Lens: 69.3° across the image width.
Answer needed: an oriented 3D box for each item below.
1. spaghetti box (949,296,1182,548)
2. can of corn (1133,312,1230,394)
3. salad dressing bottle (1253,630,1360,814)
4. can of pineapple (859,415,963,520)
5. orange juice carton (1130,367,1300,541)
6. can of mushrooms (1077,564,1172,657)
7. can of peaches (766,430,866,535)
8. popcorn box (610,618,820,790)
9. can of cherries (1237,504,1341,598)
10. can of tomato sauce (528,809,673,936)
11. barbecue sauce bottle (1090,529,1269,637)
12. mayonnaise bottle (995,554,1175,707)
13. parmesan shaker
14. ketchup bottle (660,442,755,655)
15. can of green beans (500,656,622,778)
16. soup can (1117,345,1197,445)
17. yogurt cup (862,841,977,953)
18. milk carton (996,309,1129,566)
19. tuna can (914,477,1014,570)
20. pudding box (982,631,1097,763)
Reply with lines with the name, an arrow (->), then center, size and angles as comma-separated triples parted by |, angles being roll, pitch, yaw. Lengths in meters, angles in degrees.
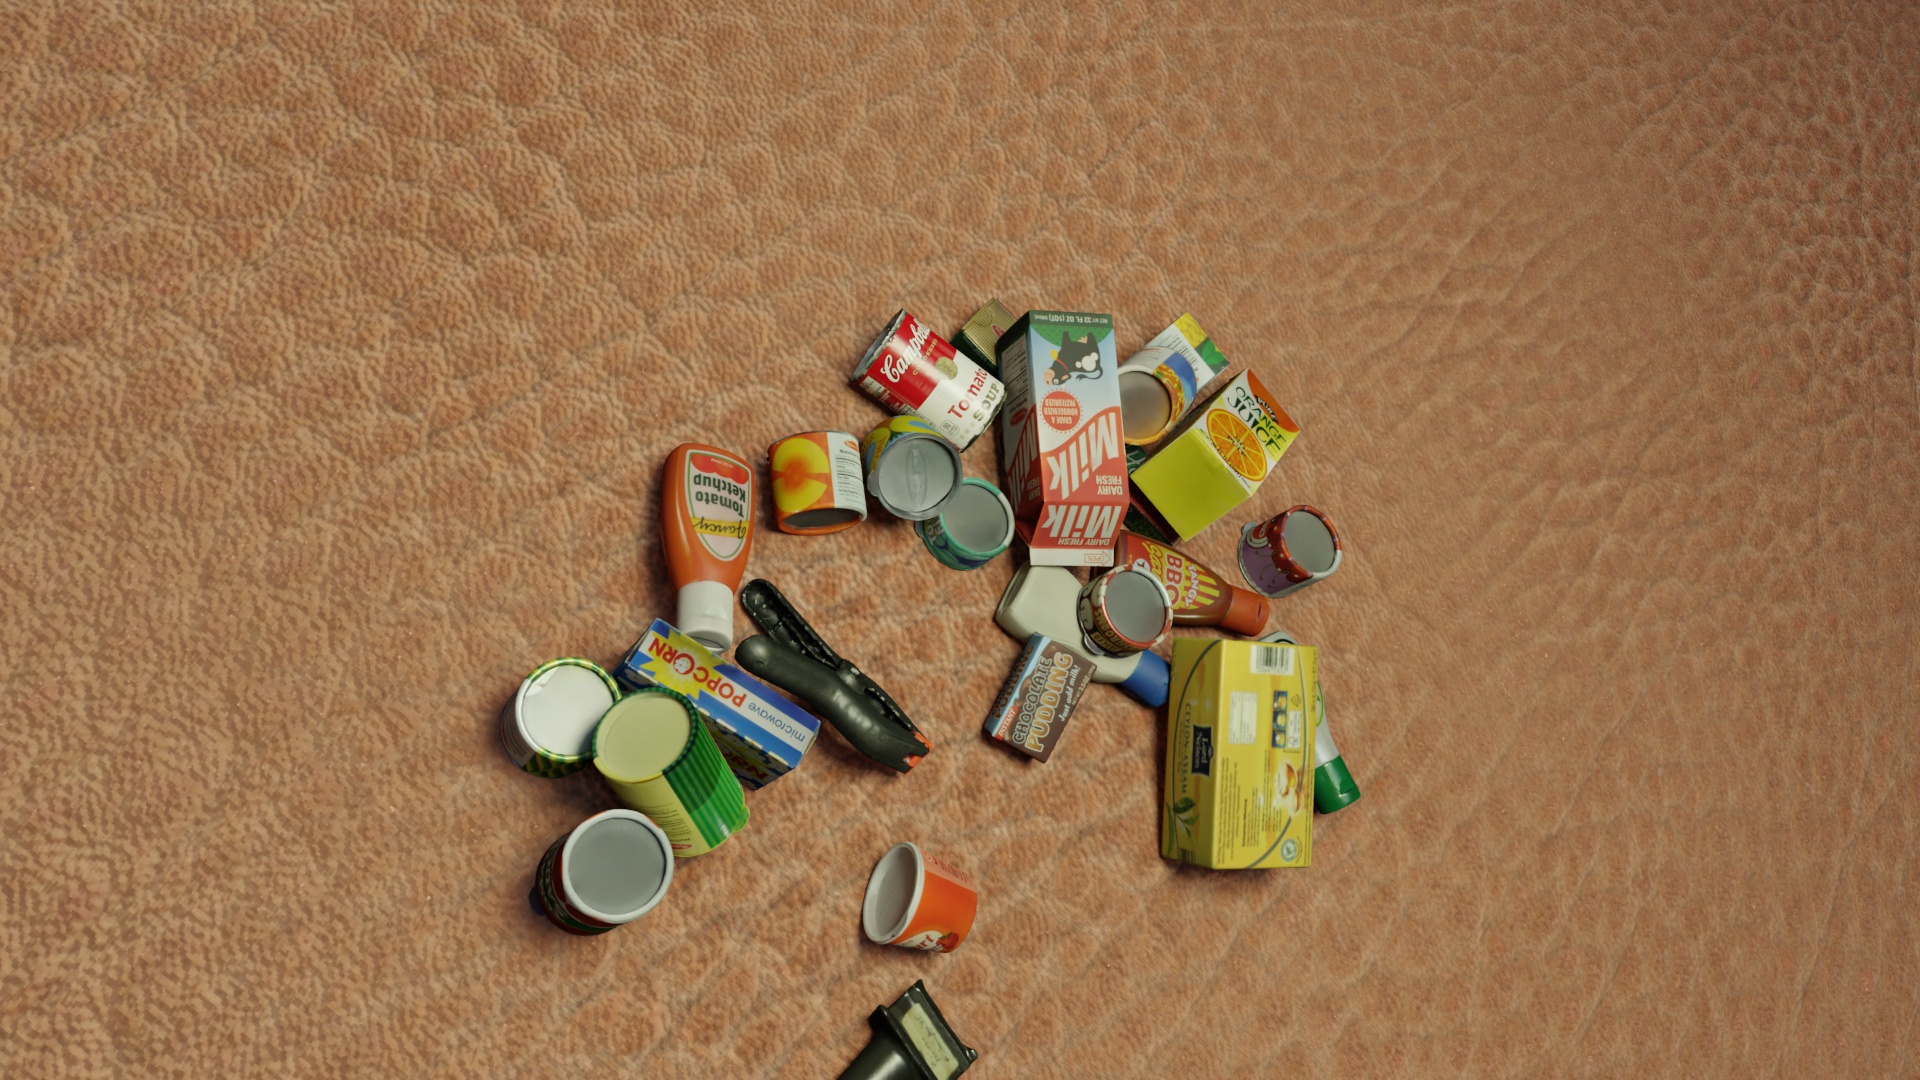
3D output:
spaghetti box -> 0.096, -0.092, 1.137 | 0.250, 0.028, 0.050 | 45, 58, -5
can of corn -> 0.187, -0.153, 1.188 | 0.058, 0.071, 0.071 | 50, 58, -2
salad dressing bottle -> 0.275, 0.148, 1.128 | 0.064, 0.044, 0.147 | -22, 82, -29
can of pineapple -> -0.039, -0.055, 1.022 | 0.071, 0.058, 0.070 | -5, 109, -15
orange juice carton -> 0.220, -0.081, 1.153 | 0.072, 0.072, 0.194 | 50, 37, -1
can of mushrooms -> 0.123, 0.054, 1.043 | 0.071, 0.033, 0.071 | 10, 67, -26
can of peaches -> -0.104, -0.040, 0.995 | 0.071, 0.071, 0.058 | 0, 72, -27
popcorn box -> -0.162, 0.108, 0.895 | 0.126, 0.085, 0.038 | 34, 61, -11
can of cherries -> 0.277, 0.007, 1.175 | 0.071, 0.058, 0.072 | 10, 68, -24
can of tomato sauce -> -0.216, 0.200, 0.833 | 0.071, 0.082, 0.071 | 10, 67, -24
barbecue sauce bottle -> 0.178, 0.041, 1.120 | 0.148, 0.043, 0.065 | 19, 70, -20
mayonnaise bottle -> 0.101, 0.075, 1.070 | 0.148, 0.041, 0.065 | 35, 62, -13
parmesan shaker -> -0.175, 0.143, 0.852 | 0.071, 0.102, 0.071 | -4, 53, 6
ketchup bottle -> -0.171, 0.006, 0.933 | 0.065, 0.043, 0.149 | 19, 48, -31
can of green beans -> -0.248, 0.111, 0.866 | 0.071, 0.057, 0.071 | 10, 67, -24
soup can -> 0.152, -0.115, 1.125 | 0.071, 0.071, 0.084 | 51, 27, -2
yogurt cup -> -0.025, 0.242, 0.928 | 0.054, 0.072, 0.073 | 26, 61, -26
milk carton -> 0.079, -0.074, 1.067 | 0.072, 0.073, 0.191 | 1, 78, -20
tuna can -> 0.004, -0.013, 1.058 | 0.071, 0.032, 0.071 | 10, 67, -24
pudding box -> 0.058, 0.115, 1.020 | 0.049, 0.030, 0.084 | 30, 85, -13
